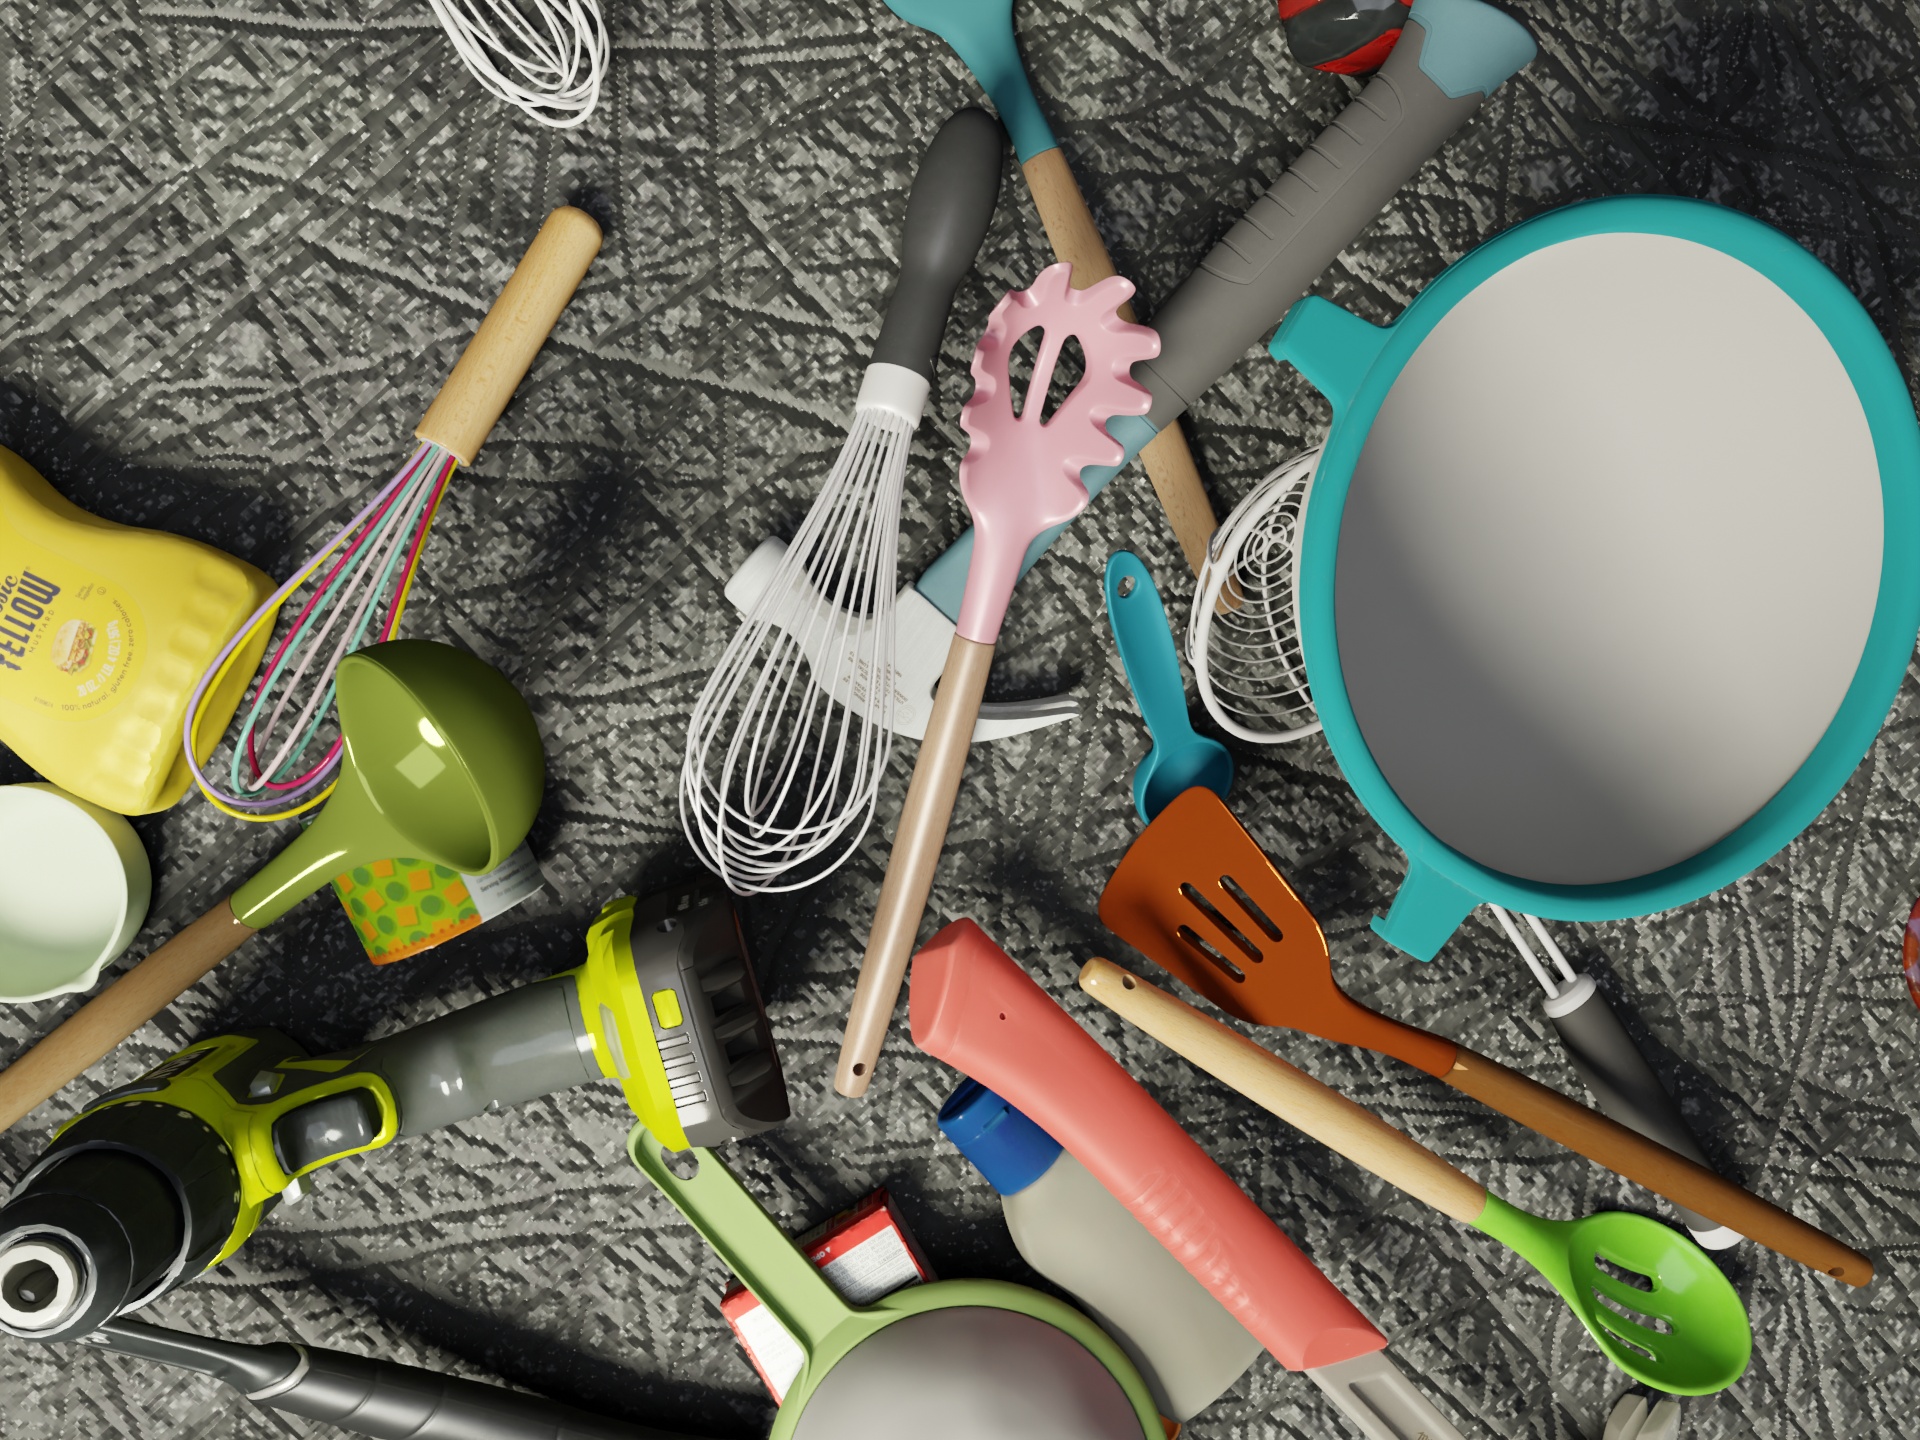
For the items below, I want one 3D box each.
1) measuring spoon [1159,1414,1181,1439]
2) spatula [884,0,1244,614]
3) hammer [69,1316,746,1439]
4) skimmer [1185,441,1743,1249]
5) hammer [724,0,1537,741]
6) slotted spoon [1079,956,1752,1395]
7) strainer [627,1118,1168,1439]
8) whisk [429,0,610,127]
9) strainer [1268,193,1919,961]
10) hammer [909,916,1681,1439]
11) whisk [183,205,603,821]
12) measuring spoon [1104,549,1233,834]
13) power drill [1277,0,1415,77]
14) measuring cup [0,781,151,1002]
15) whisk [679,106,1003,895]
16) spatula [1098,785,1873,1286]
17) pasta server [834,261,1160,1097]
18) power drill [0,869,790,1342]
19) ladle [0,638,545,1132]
[{"bbox_3d":[0.029,0.270,0.630,0.117,0.011,0.021,9,87,-2],"label":"measuring spoon"},{"bbox_3d":[0.039,-0.185,0.584,0.082,0.044,0.317,-25,97,-1],"label":"spatula"},{"bbox_3d":[-0.263,0.229,0.562,0.408,0.036,0.149,21,135,-13],"label":"hammer"},{"bbox_3d":[0.209,0.059,0.591,0.127,0.090,0.363,-36,96,-8],"label":"skimmer"},{"bbox_3d":[0.070,-0.124,0.569,0.128,0.033,0.331,42,100,-8],"label":"hammer"},{"bbox_3d":[0.175,0.170,0.605,0.313,0.031,0.070,32,47,-12],"label":"slotted spoon"},{"bbox_3d":[-0.031,0.240,0.555,0.151,0.069,0.256,-41,89,-3],"label":"strainer"},{"bbox_3d":[-0.212,-0.308,0.555,0.246,0.059,0.058,48,52,-2],"label":"whisk"},{"bbox_3d":[0.244,-0.067,0.516,0.340,0.095,0.211,-16,103,-14],"label":"strainer"},{"bbox_3d":[0.120,0.202,0.590,0.359,0.036,0.149,46,63,-6],"label":"hammer"},{"bbox_3d":[-0.190,-0.074,0.560,0.047,0.051,0.245,25,80,16],"label":"whisk"},{"bbox_3d":[0.069,-0.012,0.585,0.042,0.021,0.128,-30,126,-13],"label":"measuring spoon"},{"bbox_3d":[0.078,-0.332,0.537,0.226,0.080,0.188,-1,94,-28],"label":"power drill"},{"bbox_3d":[-0.365,0.086,0.567,0.167,0.038,0.083,-37,96,0],"label":"measuring cup"},{"bbox_3d":[-0.032,-0.078,0.535,0.070,0.070,0.285,17,80,-6],"label":"whisk"},{"bbox_3d":[0.204,0.131,0.599,0.322,0.041,0.081,28,127,-5],"label":"spatula"},{"bbox_3d":[-0.001,-0.002,0.561,0.060,0.040,0.316,12,106,-12],"label":"pasta server"},{"bbox_3d":[-0.176,0.122,0.513,0.228,0.190,0.080,-16,92,-9],"label":"power drill"},{"bbox_3d":[-0.258,0.079,0.520,0.320,0.062,0.078,-35,92,16],"label":"ladle"}]
